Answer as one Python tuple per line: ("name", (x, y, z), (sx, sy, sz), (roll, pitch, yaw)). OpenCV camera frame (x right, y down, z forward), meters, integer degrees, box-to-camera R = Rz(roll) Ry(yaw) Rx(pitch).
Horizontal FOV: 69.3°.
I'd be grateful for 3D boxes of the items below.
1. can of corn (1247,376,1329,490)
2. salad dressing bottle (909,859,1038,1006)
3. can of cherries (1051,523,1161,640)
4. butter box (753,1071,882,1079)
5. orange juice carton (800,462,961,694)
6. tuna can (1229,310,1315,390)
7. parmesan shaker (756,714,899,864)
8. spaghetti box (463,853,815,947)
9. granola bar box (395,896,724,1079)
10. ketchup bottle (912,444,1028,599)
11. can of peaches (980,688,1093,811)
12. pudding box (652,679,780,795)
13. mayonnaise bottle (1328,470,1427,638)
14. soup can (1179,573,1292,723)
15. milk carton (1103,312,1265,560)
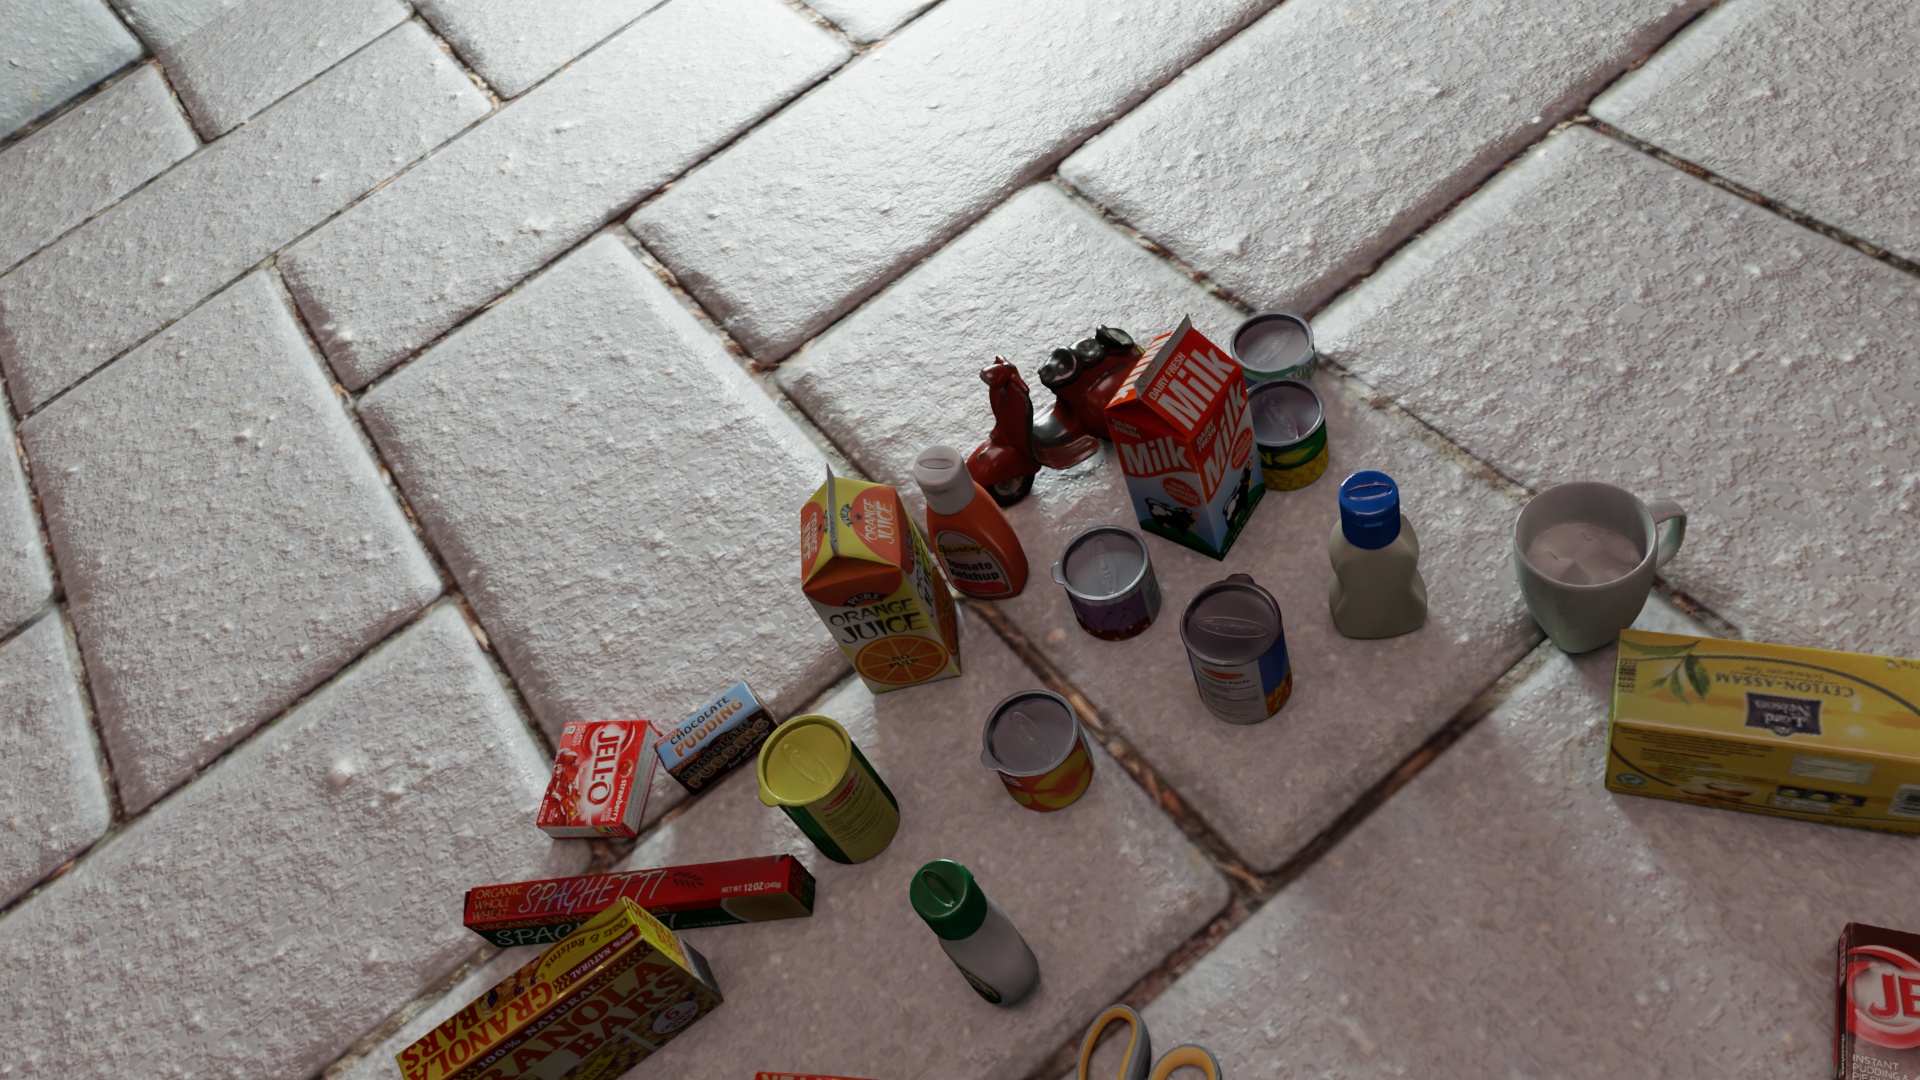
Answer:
("can of corn", (0.241, -0.078, 1.048), (0.071, 0.058, 0.071), (-9, 53, 13))
("salad dressing bottle", (0.008, 0.237, 0.840), (0.044, 0.147, 0.064), (-42, 53, -13))
("can of cherries", (0.107, 0.031, 1.014), (0.071, 0.058, 0.072), (-9, 53, 13))
("butter box", (-0.072, 0.346, 0.848), (0.103, 0.053, 0.024), (-3, 55, 17))
("orange juice carton", (-0.061, 0.028, 0.988), (0.073, 0.192, 0.072), (-13, 52, 10))
("tuna can", (0.252, -0.148, 1.111), (0.071, 0.032, 0.071), (-9, 53, 13))
("parmesan shaker", (-0.091, 0.174, 0.949), (0.071, 0.102, 0.071), (-9, 53, 13))
("spaghetti box", (-0.226, 0.253, 0.972), (0.250, 0.050, 0.029), (-9, 53, 13))
("granola bar box", (-0.250, 0.312, 0.889), (0.166, 0.123, 0.039), (-35, 52, -7))
("ketchup bottle", (0.004, -0.013, 1.024), (0.065, 0.148, 0.044), (4, 57, 22))
("can of peaches", (0.052, 0.145, 0.949), (0.071, 0.057, 0.071), (-9, 53, 13))
("pudding box", (-0.180, 0.147, 1.034), (0.084, 0.049, 0.030), (-35, 52, -8))
("mayonnaise bottle", (0.272, 0.011, 0.914), (0.065, 0.147, 0.041), (-8, 53, 14))
("soup can", (0.188, 0.074, 0.938), (0.071, 0.083, 0.072), (-9, 53, 13))
("milk carton", (0.159, -0.074, 0.988), (0.073, 0.189, 0.072), (24, 66, 32))
